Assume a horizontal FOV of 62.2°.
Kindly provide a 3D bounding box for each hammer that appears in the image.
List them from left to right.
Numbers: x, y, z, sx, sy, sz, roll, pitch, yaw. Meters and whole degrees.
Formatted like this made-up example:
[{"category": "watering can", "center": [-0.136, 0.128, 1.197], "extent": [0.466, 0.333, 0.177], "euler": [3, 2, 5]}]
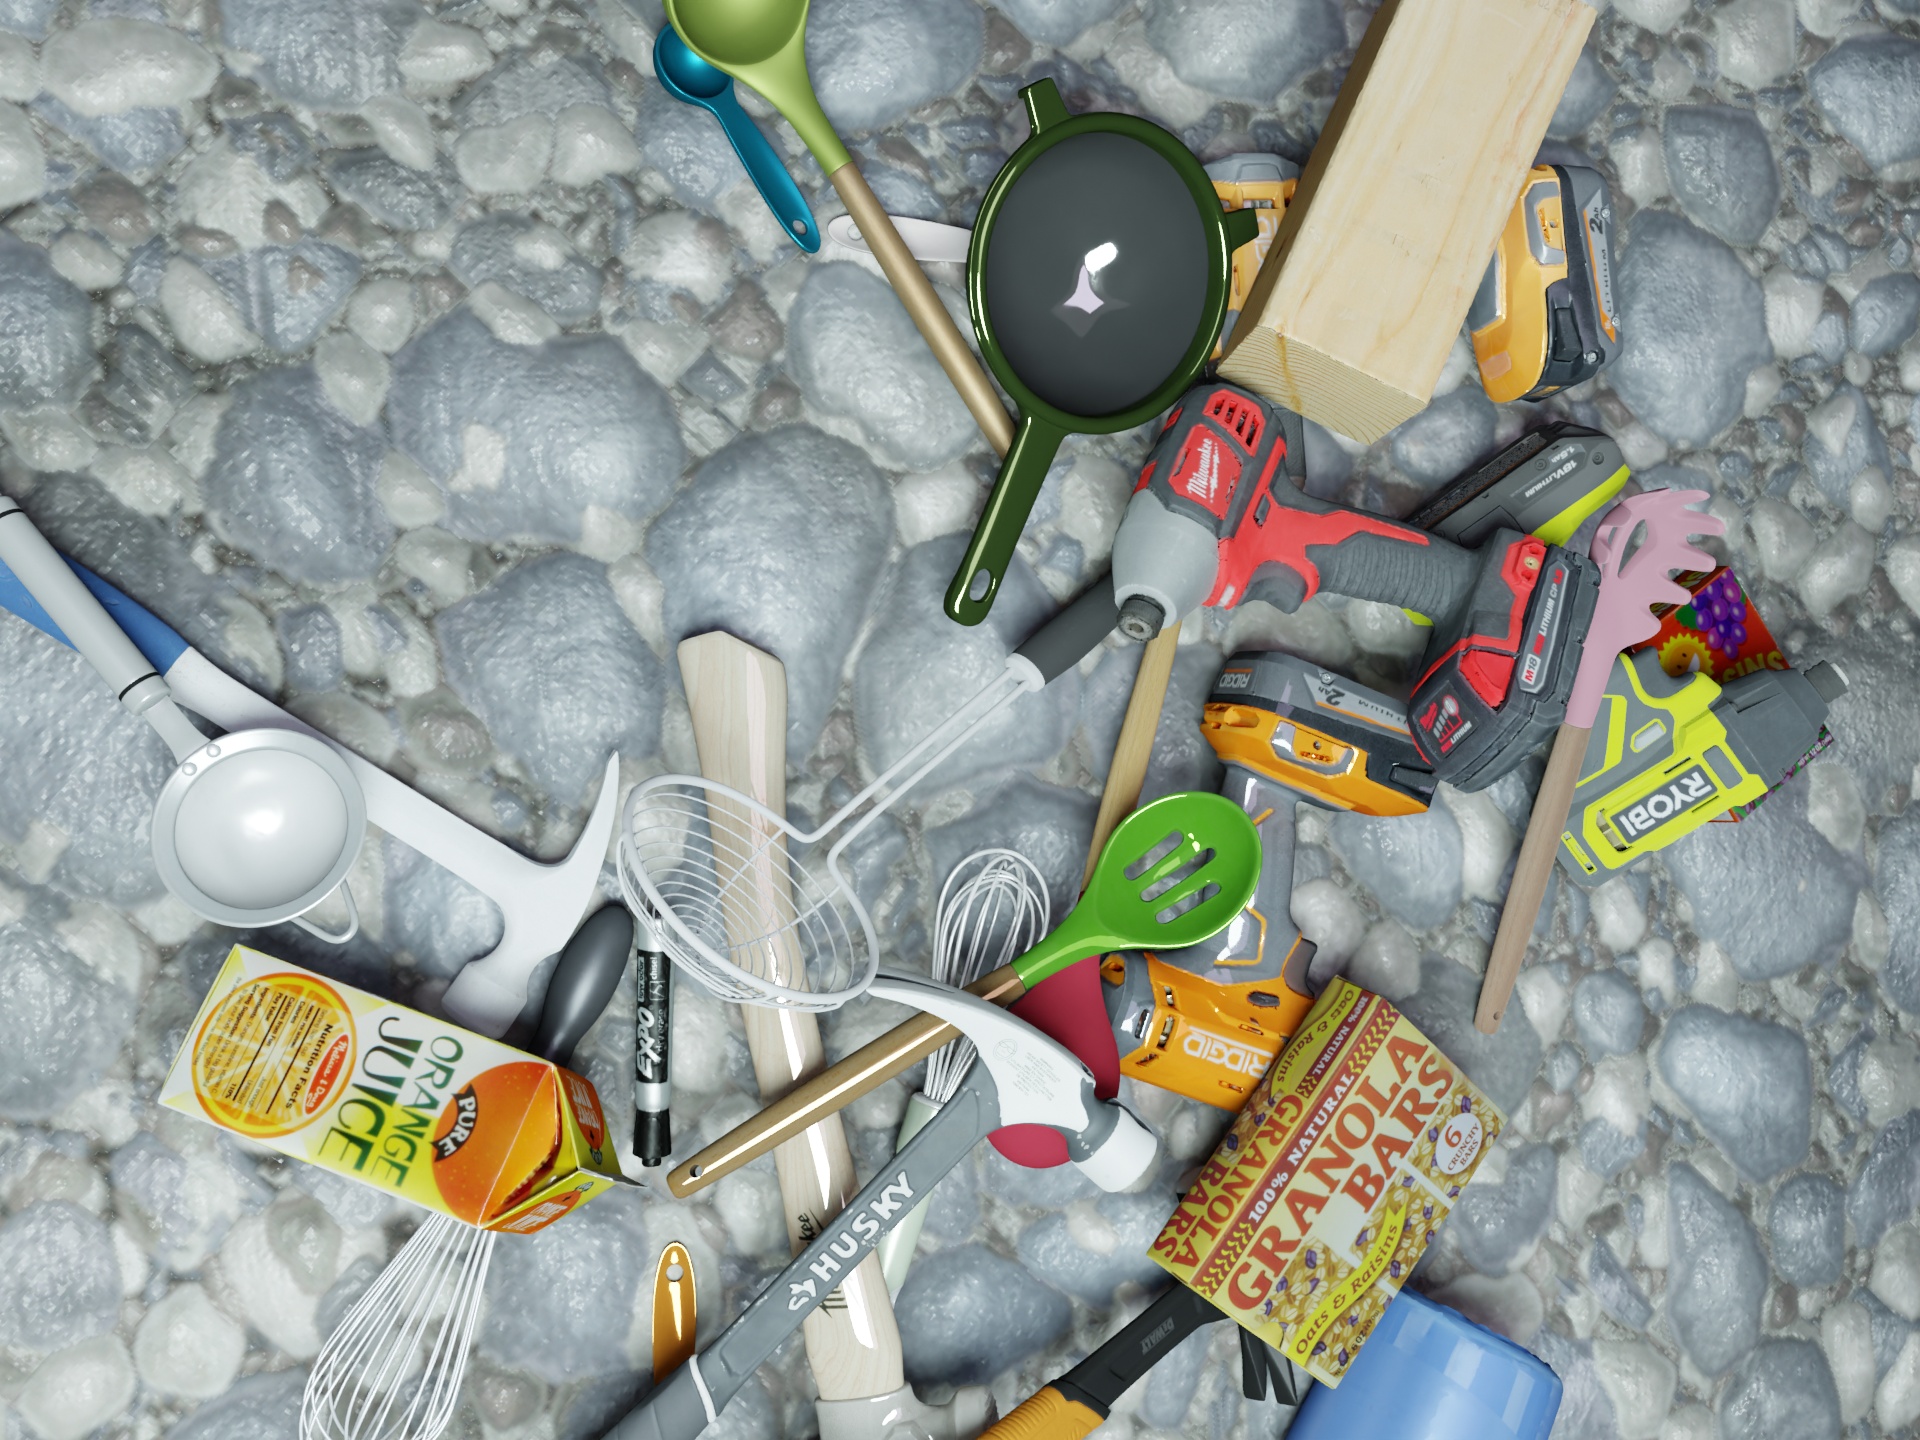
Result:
[{"category": "hammer", "center": [-0.342, -0.021, 0.719], "extent": [0.405, 0.035, 0.144], "euler": [34, 80, -11]}, {"category": "hammer", "center": [-0.105, 0.281, 0.708], "extent": [0.149, 0.036, 0.409], "euler": [43, 95, -10]}, {"category": "hammer", "center": [-0.092, 0.162, 0.764], "extent": [0.146, 0.038, 0.411], "euler": [-12, 85, 7]}, {"category": "hammer", "center": [0.039, 0.330, 0.723], "extent": [0.337, 0.034, 0.127], "euler": [-18, 93, -43]}]

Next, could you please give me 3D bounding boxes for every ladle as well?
[{"category": "ladle", "center": [-0.043, -0.253, 0.790], "extent": [0.078, 0.062, 0.320], "euler": [-35, 102, -11]}, {"category": "ladle", "center": [0.074, 0.065, 0.793], "extent": [0.069, 0.031, 0.316], "euler": [19, 67, -4]}]

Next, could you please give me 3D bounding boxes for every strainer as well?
[{"category": "strainer", "center": [-0.341, -0.005, 0.680], "extent": [0.087, 0.050, 0.258], "euler": [-40, 92, -18]}, {"category": "strainer", "center": [0.037, -0.172, 0.796], "extent": [0.151, 0.069, 0.256], "euler": [19, 96, -32]}]

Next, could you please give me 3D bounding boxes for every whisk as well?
[{"category": "whisk", "center": [-0.221, 0.215, 0.731], "extent": [0.070, 0.070, 0.285], "euler": [27, 76, -12]}, {"category": "whisk", "center": [-0.011, 0.183, 0.794], "extent": [0.059, 0.057, 0.246], "euler": [16, 85, 21]}]

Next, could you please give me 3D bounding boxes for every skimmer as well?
[{"category": "skimmer", "center": [-0.001, -0.002, 0.731], "extent": [0.127, 0.090, 0.363], "euler": [44, 59, 10]}]

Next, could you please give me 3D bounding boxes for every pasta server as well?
[{"category": "pasta server", "center": [0.315, 0.029, 0.822], "extent": [0.060, 0.040, 0.316], "euler": [3, 112, -15]}]

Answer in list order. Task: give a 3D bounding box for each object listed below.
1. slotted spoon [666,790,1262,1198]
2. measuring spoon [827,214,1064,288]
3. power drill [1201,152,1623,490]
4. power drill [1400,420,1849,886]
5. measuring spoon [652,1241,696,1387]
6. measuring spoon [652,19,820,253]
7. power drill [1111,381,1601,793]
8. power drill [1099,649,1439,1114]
[{"category": "slotted spoon", "center": [0.003, 0.130, 0.736], "extent": [0.314, 0.031, 0.070], "euler": [-31, 73, -8]}, {"category": "measuring spoon", "center": [-0.008, -0.248, 0.830], "extent": [0.124, 0.018, 0.034], "euler": [6, 97, -8]}, {"category": "power drill", "center": [0.234, -0.209, 0.857], "extent": [0.226, 0.084, 0.185], "euler": [-4, 88, -10]}, {"category": "power drill", "center": [0.345, -0.042, 0.852], "extent": [0.171, 0.080, 0.223], "euler": [-36, 96, 18]}, {"category": "measuring spoon", "center": [-0.139, 0.312, 0.770], "extent": [0.021, 0.011, 0.117], "euler": [0, 84, -10]}, {"category": "measuring spoon", "center": [-0.113, -0.290, 0.804], "extent": [0.042, 0.021, 0.128], "euler": [-43, 107, -31]}, {"category": "power drill", "center": [0.180, -0.062, 0.763], "extent": [0.219, 0.078, 0.143], "euler": [26, 61, 2]}, {"category": "power drill", "center": [0.172, 0.094, 0.826], "extent": [0.164, 0.084, 0.226], "euler": [22, 86, -13]}]
